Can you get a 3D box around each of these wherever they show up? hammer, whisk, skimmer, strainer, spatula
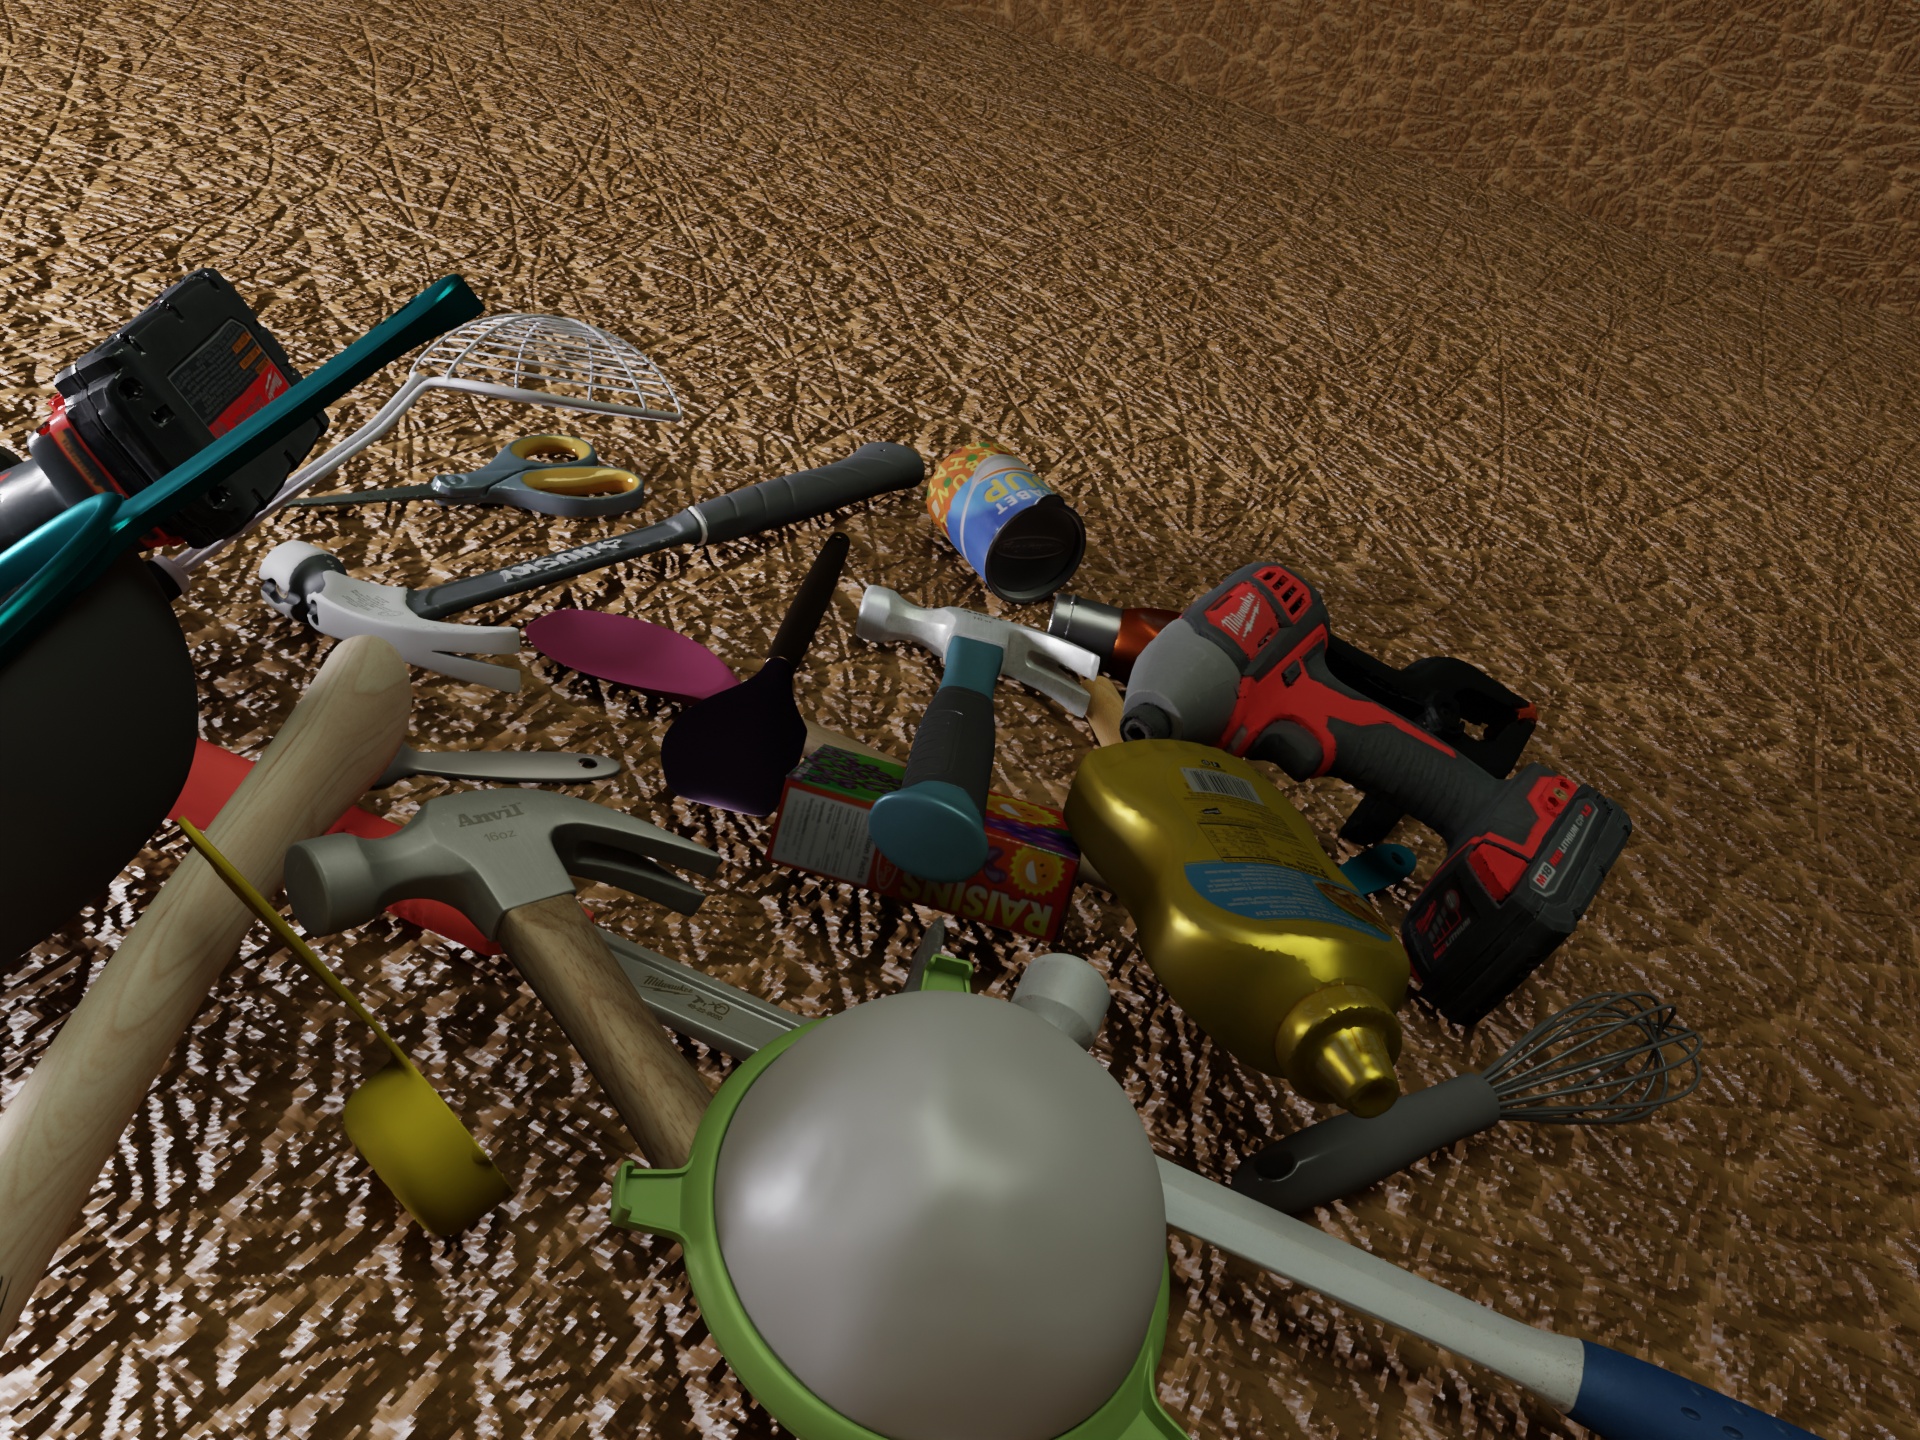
[{"bbox_3d":[-0.001,-0.002,0.709,0.128,0.033,0.331,14,16,0],"label":"hammer"},{"bbox_3d":[-0.069,0.141,0.479,0.130,0.031,0.332,-15,54,-46],"label":"hammer"},{"bbox_3d":[0.094,0.045,0.744,0.047,0.051,0.245,-1,32,-14],"label":"whisk"},{"bbox_3d":[0.204,0.152,0.624,0.239,0.055,0.055,-11,40,-27],"label":"whisk"},{"bbox_3d":[-0.284,-0.078,0.714,0.127,0.090,0.363,17,51,44],"label":"skimmer"},{"bbox_3d":[-0.188,0.062,0.612,0.359,0.036,0.149,22,33,11],"label":"hammer"},{"bbox_3d":[-0.275,-0.011,0.519,0.340,0.095,0.211,-37,28,-2],"label":"strainer"},{"bbox_3d":[0.038,0.163,0.430,0.256,0.069,0.151,42,42,20],"label":"strainer"},{"bbox_3d":[-0.237,0.087,0.439,0.038,0.146,0.411,4,35,0],"label":"hammer"},{"bbox_3d":[-0.088,-0.036,0.792,0.060,0.018,0.316,15,27,-1],"label":"spatula"},{"bbox_3d":[0.185,0.211,0.510,0.405,0.035,0.144,23,44,7],"label":"hammer"},{"bbox_3d":[-0.153,-0.102,0.865,0.149,0.036,0.409,23,30,30],"label":"hammer"}]

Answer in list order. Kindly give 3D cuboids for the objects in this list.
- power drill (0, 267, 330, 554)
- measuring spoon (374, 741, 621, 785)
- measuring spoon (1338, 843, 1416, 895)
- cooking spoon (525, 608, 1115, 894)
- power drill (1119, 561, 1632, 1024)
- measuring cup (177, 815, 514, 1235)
[{"bbox_3d":[-0.385,-0.100,0.665,0.226,0.080,0.188,-23,30,12],"label":"power drill"},{"bbox_3d":[-0.210,0.014,0.693,0.124,0.018,0.034,3,34,-19],"label":"measuring spoon"},{"bbox_3d":[0.181,0.081,0.751,0.128,0.021,0.042,-13,56,-49],"label":"measuring spoon"},{"bbox_3d":[-0.067,0.011,0.753,0.319,0.017,0.069,23,29,15],"label":"cooking spoon"},{"bbox_3d":[0.178,0.025,0.723,0.220,0.078,0.143,40,44,14],"label":"power drill"},{"bbox_3d":[-0.190,0.095,0.473,0.029,0.156,0.062,-41,27,-22],"label":"measuring cup"}]
